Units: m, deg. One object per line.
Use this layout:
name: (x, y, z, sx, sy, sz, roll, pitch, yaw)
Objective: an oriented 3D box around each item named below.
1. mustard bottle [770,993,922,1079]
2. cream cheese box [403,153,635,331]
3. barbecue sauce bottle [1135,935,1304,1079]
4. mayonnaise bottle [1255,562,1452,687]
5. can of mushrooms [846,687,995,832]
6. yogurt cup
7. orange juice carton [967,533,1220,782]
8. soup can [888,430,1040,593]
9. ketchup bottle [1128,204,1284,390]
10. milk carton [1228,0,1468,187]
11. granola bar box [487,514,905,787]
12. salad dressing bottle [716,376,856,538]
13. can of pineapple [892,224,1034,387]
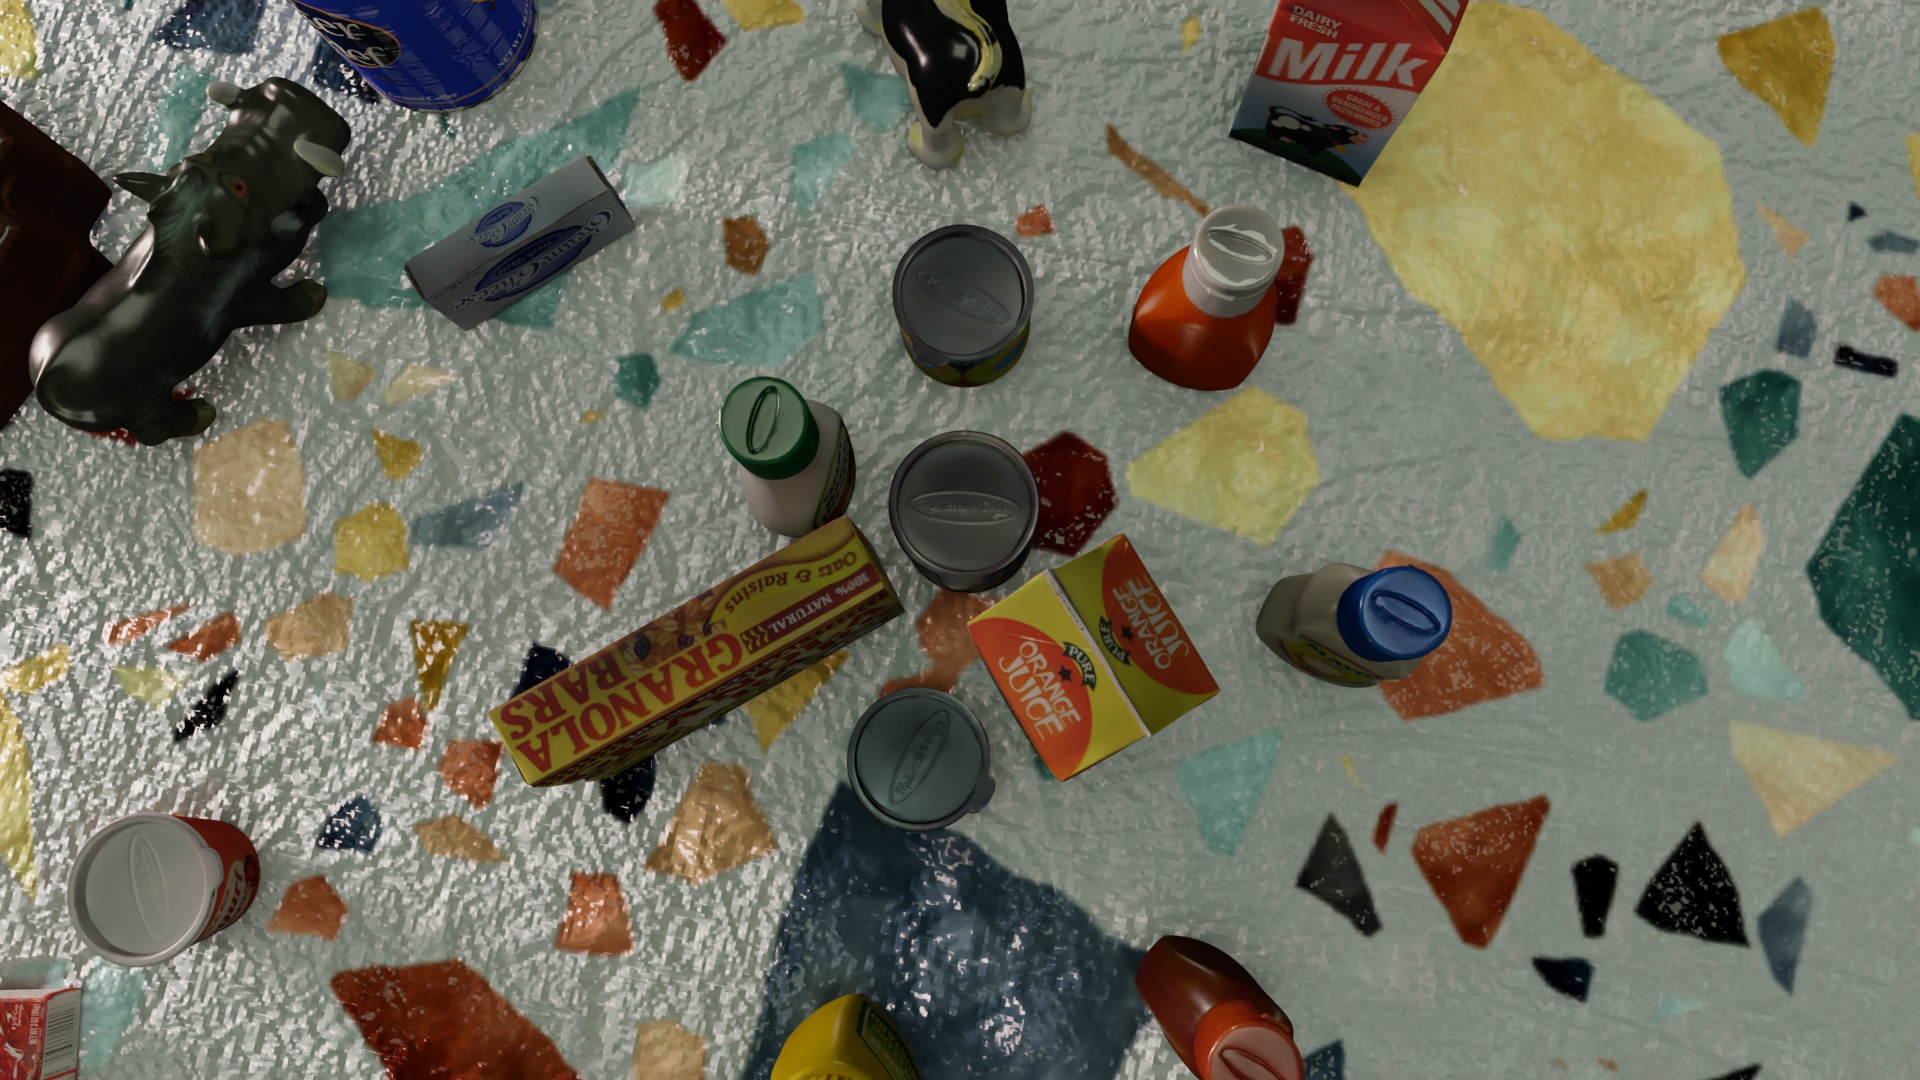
mustard bottle: (-0.048, 0.232, 0.573, 0.049, 0.160, 0.065, -36, 83, -3)
cream cheese box: (-0.215, -0.146, 0.684, 0.104, 0.053, 0.024, -33, 83, -3)
barbecue sauce bottle: (0.110, 0.202, 0.579, 0.065, 0.148, 0.044, 33, 85, 5)
mayonnaise bottle: (0.171, 0.036, 0.600, 0.065, 0.148, 0.041, 28, 85, 5)
can of mushrooms: (-0.017, 0.104, 0.654, 0.071, 0.033, 0.071, 0, 82, 2)
yogurt cup: (-0.366, 0.159, 0.645, 0.072, 0.054, 0.072, 0, 82, 2)
orange juice carton: (0.052, 0.051, 0.579, 0.073, 0.192, 0.072, -30, 83, -2)
soup can: (0.002, -0.008, 0.643, 0.071, 0.083, 0.071, 0, 83, 2)
ketchup bottle: (0.112, -0.106, 0.621, 0.065, 0.148, 0.043, 20, 84, 4)
milk carton: (0.179, -0.234, 0.616, 0.073, 0.190, 0.072, 23, 84, 4)
granola bar box: (-0.107, 0.052, 0.618, 0.166, 0.124, 0.039, -29, 83, -2)
salad dressing bottle: (-0.076, -0.038, 0.617, 0.044, 0.147, 0.064, 15, 83, 4)
can of pineapple: (0.000, -0.110, 0.671, 0.071, 0.058, 0.071, 0, 82, 2)
